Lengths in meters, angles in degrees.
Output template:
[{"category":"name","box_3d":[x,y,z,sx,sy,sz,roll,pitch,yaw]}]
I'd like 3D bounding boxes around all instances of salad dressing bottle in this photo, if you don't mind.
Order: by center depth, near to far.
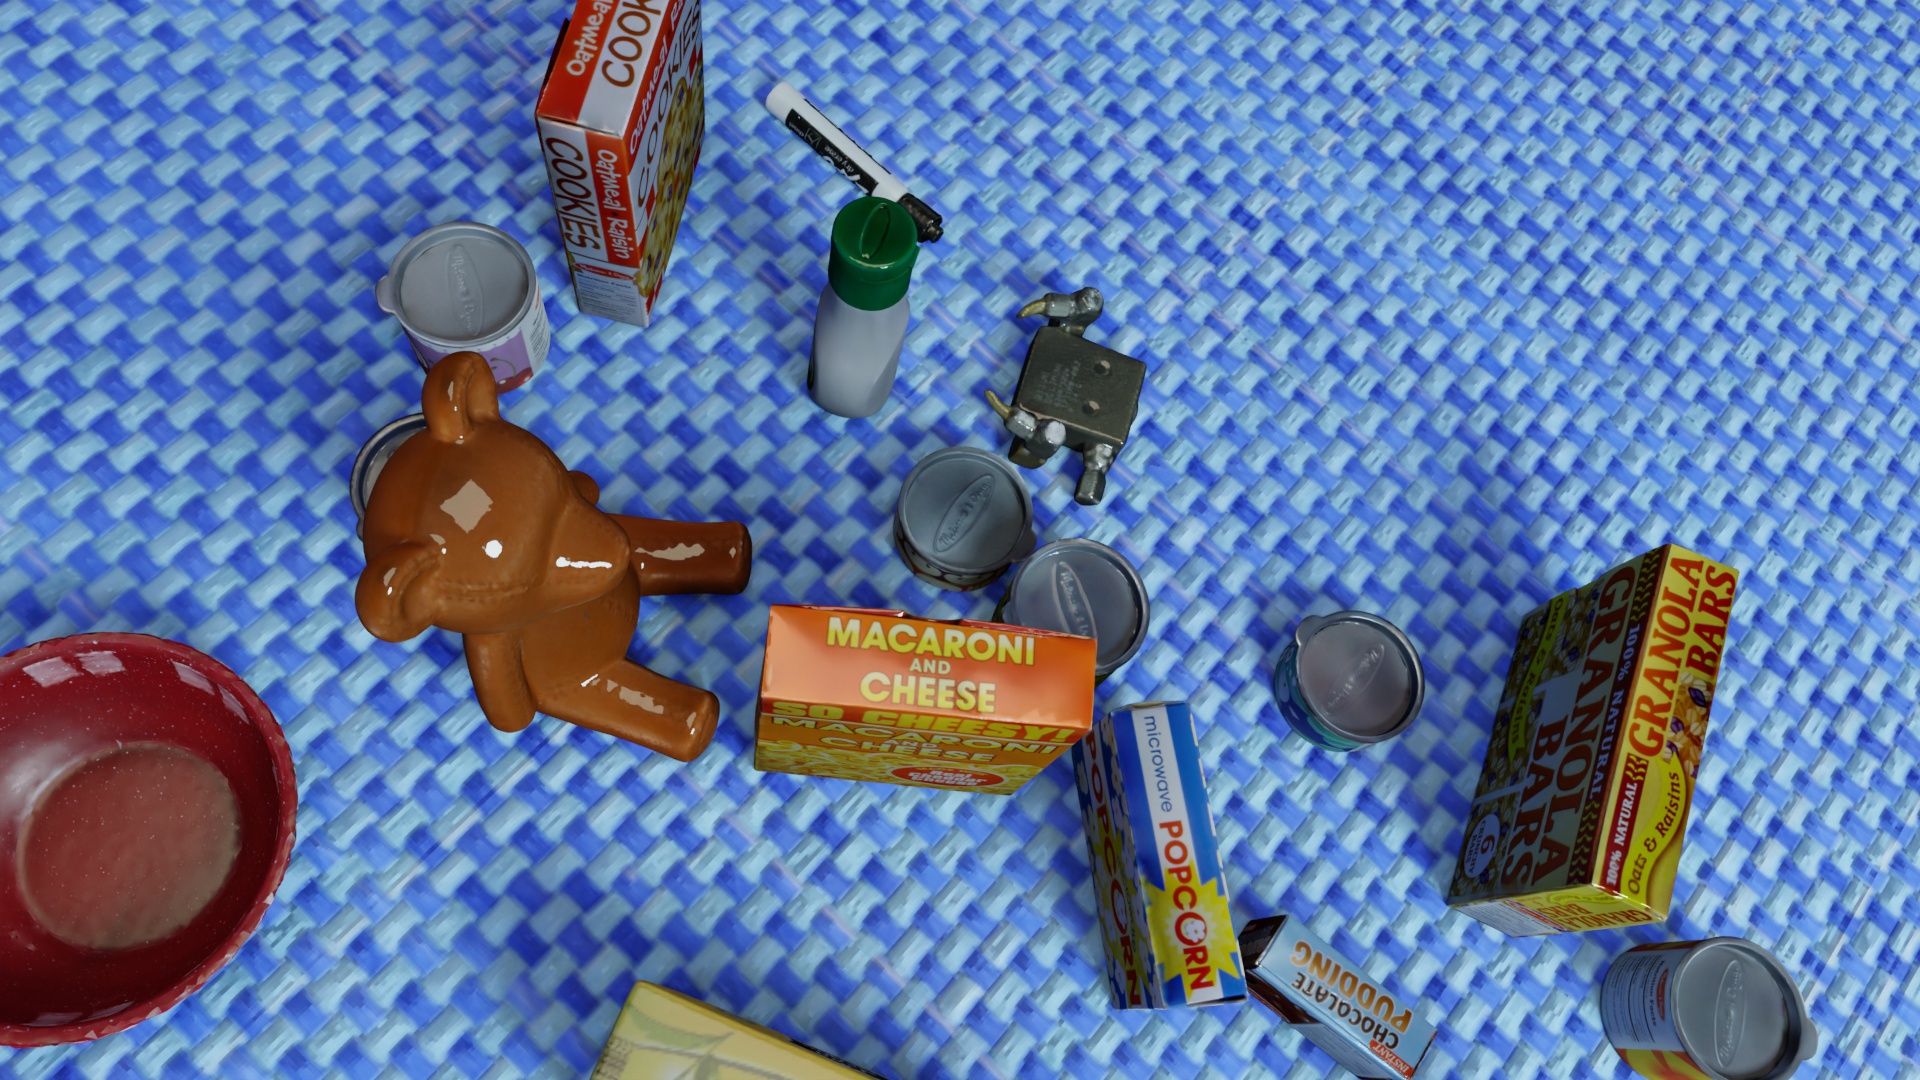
[{"category":"salad dressing bottle","box_3d":[-0.046,-0.106,0.649,0.044,0.147,0.064,18,69,-2]}]

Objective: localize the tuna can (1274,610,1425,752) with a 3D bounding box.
[{"category":"tuna can","box_3d":[0.189,0.069,0.687,0.071,0.032,0.071,3,70,-8]}]

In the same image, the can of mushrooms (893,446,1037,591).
[{"category":"can of mushrooms","box_3d":[0.002,-0.009,0.683,0.071,0.033,0.071,3,70,-8]}]

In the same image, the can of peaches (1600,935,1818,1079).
[{"category":"can of peaches","box_3d":[0.345,0.221,0.645,0.071,0.058,0.071,3,71,-8]}]

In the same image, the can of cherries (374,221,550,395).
[{"category":"can of cherries","box_3d":[-0.237,-0.110,0.666,0.071,0.058,0.071,3,71,-8]}]

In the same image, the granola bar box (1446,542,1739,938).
[{"category":"granola bar box","box_3d":[0.290,0.095,0.645,0.039,0.123,0.166,24,69,0]}]

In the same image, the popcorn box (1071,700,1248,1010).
[{"category":"popcorn box","box_3d":[0.085,0.141,0.616,0.038,0.085,0.127,-5,72,-11]}]

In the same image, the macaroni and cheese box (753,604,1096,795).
[{"category":"macaroni and cheese box","box_3d":[-0.023,0.070,0.580,0.124,0.166,0.040,6,70,-7]}]

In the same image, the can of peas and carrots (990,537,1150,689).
[{"category":"can of peas and carrots","box_3d":[0.048,0.040,0.660,0.071,0.058,0.071,3,71,-8]}]

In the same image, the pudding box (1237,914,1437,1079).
[{"category":"pudding box","box_3d":[0.164,0.206,0.625,0.084,0.049,0.030,37,70,5]}]

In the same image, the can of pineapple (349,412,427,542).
[{"category":"can of pineapple","box_3d":[-0.239,-0.017,0.634,0.071,0.057,0.071,3,71,-8]}]

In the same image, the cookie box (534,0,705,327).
[{"category":"cookie box","box_3d":[-0.155,-0.195,0.652,0.040,0.167,0.123,13,70,-5]}]
